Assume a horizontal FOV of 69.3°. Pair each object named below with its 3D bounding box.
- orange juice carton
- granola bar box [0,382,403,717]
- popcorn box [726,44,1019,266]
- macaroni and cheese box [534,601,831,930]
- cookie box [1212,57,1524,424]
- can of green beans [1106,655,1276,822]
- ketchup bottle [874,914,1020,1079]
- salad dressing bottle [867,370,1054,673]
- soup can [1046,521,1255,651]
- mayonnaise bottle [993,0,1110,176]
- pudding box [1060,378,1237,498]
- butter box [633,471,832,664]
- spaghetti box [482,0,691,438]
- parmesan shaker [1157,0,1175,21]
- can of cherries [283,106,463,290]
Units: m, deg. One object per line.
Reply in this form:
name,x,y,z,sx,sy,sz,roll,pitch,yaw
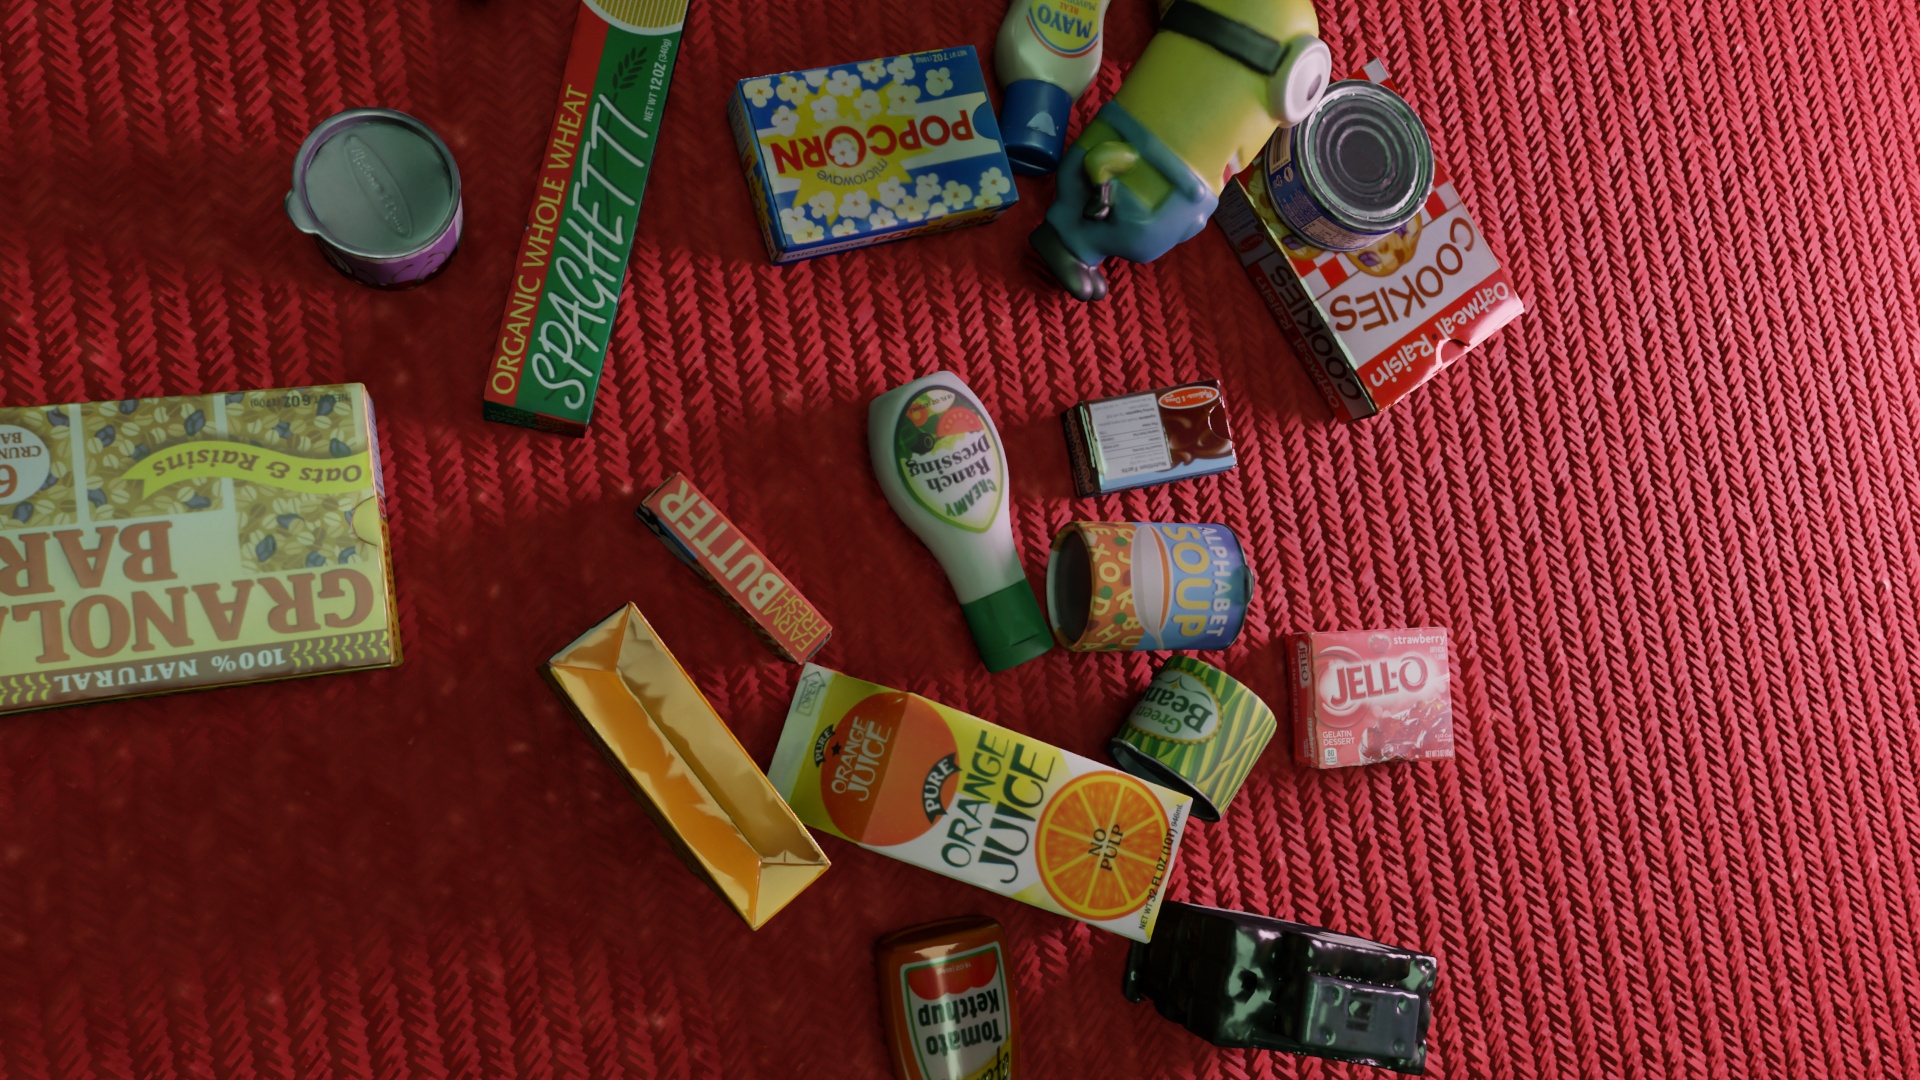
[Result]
orange juice carton,0.004,0.123,0.659,0.193,0.073,0.072,22,78,-14
granola bar box,-0.330,0.003,0.582,0.166,0.039,0.124,-7,86,-18
popcorn box,-0.044,-0.193,0.697,0.127,0.038,0.085,-16,88,-19
macaroni and cheese box,-0.121,0.089,0.573,0.040,0.166,0.123,-38,97,-18
cookie box,0.225,-0.167,0.780,0.123,0.040,0.167,-34,95,-18
can of green beans,0.117,0.099,0.701,0.071,0.071,0.058,39,74,-10
ketchup bottle,0.000,0.258,0.658,0.065,0.043,0.149,-7,87,-19
salad dressing bottle,0.002,-0.009,0.688,0.064,0.044,0.147,-23,92,-20
soup can,0.094,0.023,0.700,0.084,0.071,0.071,1,84,-18
mayonnaise bottle,0.049,-0.268,0.734,0.065,0.041,0.148,14,79,-17
pudding box,0.099,-0.053,0.732,0.084,0.030,0.049,-11,87,-19
butter box,-0.106,0.014,0.646,0.103,0.053,0.024,46,75,-8
spaghetti box,-0.173,-0.173,0.658,0.050,0.028,0.250,13,80,-15
parmesan shaker,0.139,-0.317,0.753,0.071,0.071,0.103,-7,86,-18
can of cherries,-0.257,-0.148,0.613,0.071,0.058,0.071,2,85,-18
